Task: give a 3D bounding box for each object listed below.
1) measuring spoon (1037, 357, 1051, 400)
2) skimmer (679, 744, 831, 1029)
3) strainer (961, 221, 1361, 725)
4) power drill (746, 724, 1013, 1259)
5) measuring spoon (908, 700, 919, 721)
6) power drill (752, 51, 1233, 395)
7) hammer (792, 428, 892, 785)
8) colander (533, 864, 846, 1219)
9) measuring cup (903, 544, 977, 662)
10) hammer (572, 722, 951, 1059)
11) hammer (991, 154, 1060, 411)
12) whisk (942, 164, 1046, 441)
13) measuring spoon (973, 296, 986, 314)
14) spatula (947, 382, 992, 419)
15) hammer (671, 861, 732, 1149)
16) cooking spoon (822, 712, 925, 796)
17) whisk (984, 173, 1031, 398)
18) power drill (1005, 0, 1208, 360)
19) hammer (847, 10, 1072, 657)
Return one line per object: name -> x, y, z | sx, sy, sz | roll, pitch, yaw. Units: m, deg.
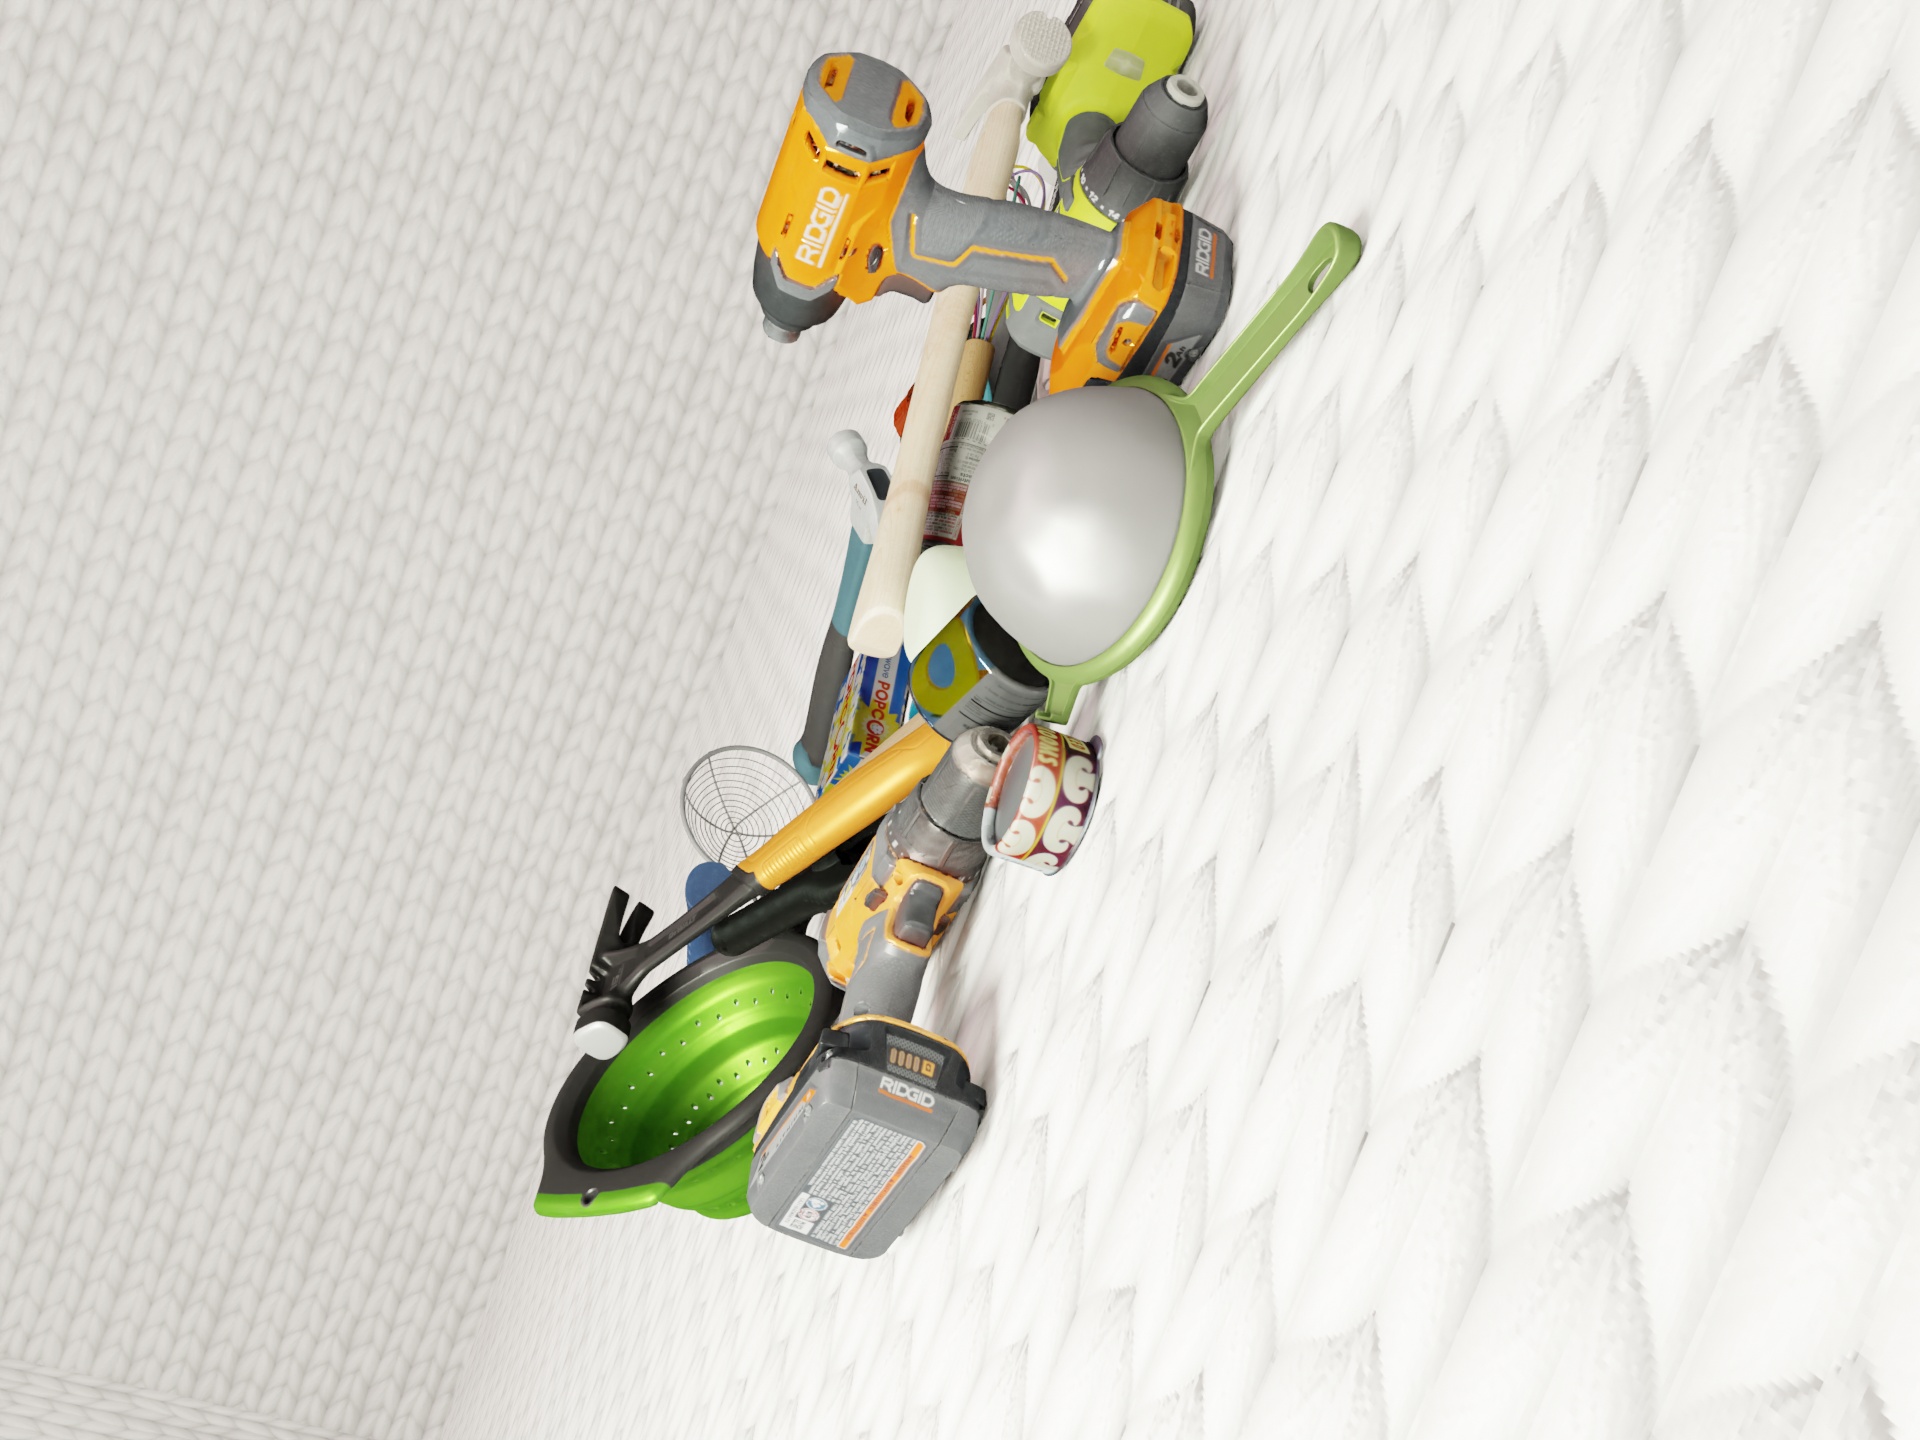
measuring spoon -> 0.073, -0.274, 1.090 | 0.034, 0.018, 0.124 | 6, 82, 49
skimmer -> -0.137, 0.123, 1.210 | 0.090, 0.127, 0.364 | -66, 23, 12
strainer -> 0.071, -0.126, 0.705 | 0.256, 0.069, 0.152 | -49, 39, 40
power drill -> -0.027, 0.123, 0.789 | 0.185, 0.084, 0.226 | -58, 13, 36
measuring spoon -> -0.002, -0.003, 1.008 | 0.042, 0.021, 0.129 | -69, 22, 2
power drill -> 0.006, -0.225, 0.817 | 0.164, 0.226, 0.084 | 126, 159, -51
hammer -> -0.098, -0.070, 1.313 | 0.128, 0.033, 0.330 | 59, 147, 34
colander -> -0.112, 0.182, 1.020 | 0.204, 0.094, 0.397 | -16, 28, 34
measuring cup -> 0.000, -0.094, 0.879 | 0.167, 0.038, 0.083 | 107, 163, -44
hammer -> -0.107, 0.078, 0.947 | 0.337, 0.034, 0.127 | -36, 30, 26
hammer -> 0.061, -0.319, 1.152 | 0.146, 0.035, 0.335 | 141, 146, -67
whisk -> 0.015, -0.285, 1.126 | 0.051, 0.047, 0.245 | 151, 133, -71
measuring spoon -> 0.021, -0.335, 1.285 | 0.117, 0.011, 0.021 | -46, 16, -28
spatula -> -0.012, -0.123, 1.145 | 0.082, 0.044, 0.318 | 139, 147, -60
hammer -> -0.204, 0.235, 1.248 | 0.405, 0.035, 0.144 | 105, 174, -54
cooking spoon -> -0.022, 0.003, 0.976 | 0.319, 0.017, 0.069 | -39, 36, 49
whisk -> 0.028, -0.329, 1.230 | 0.055, 0.055, 0.239 | 135, 140, -62
power drill -> 0.096, -0.361, 0.988 | 0.190, 0.080, 0.229 | 126, 157, -50
hammer -> -0.012, -0.237, 1.014 | 0.146, 0.038, 0.411 | 158, 128, -70
